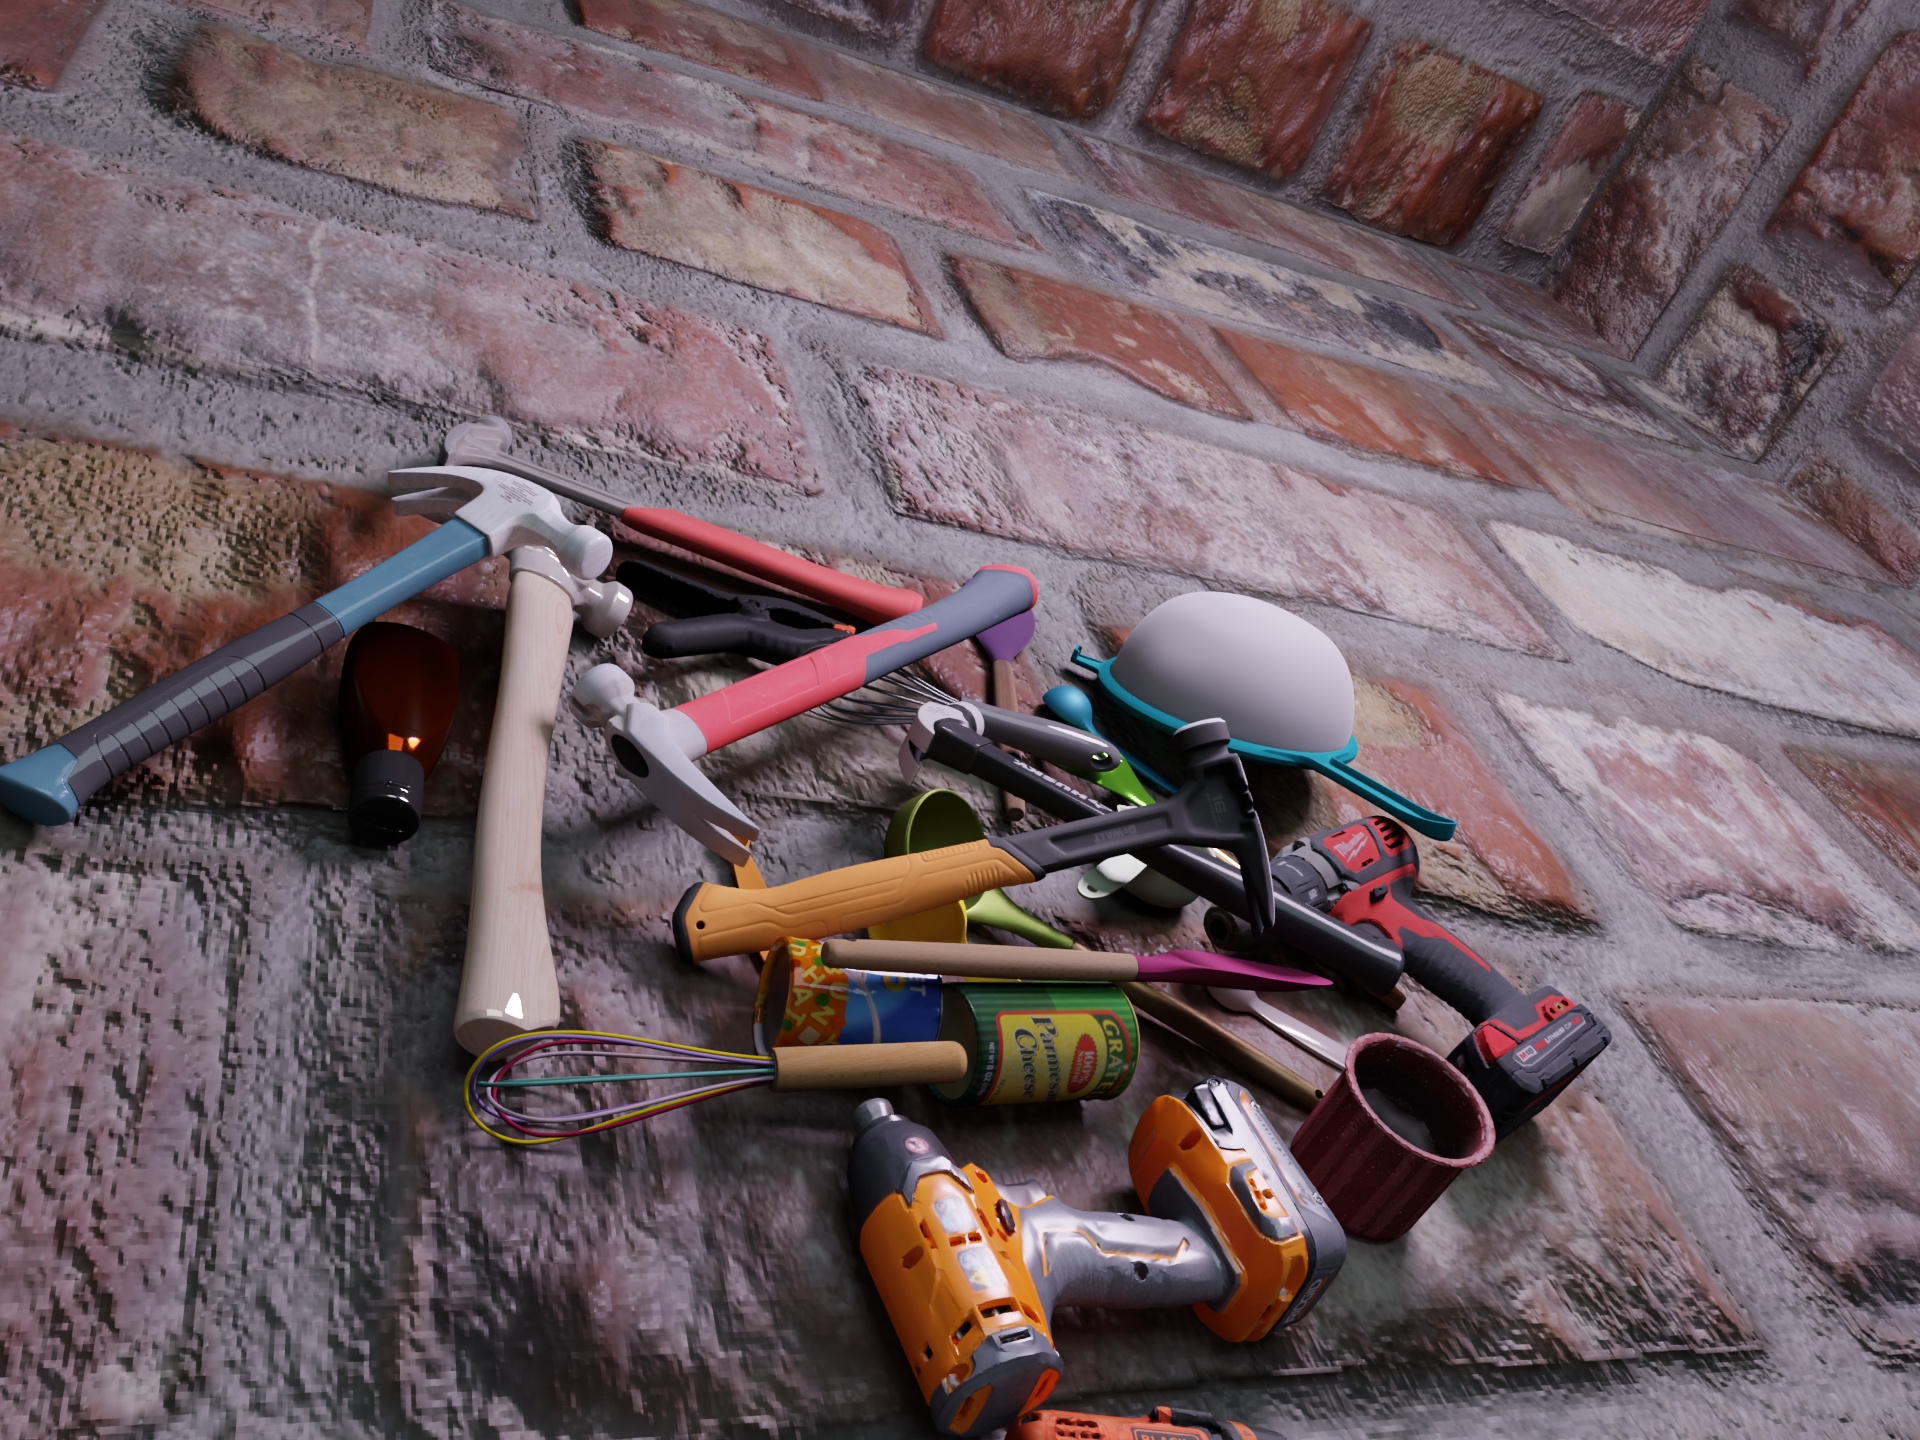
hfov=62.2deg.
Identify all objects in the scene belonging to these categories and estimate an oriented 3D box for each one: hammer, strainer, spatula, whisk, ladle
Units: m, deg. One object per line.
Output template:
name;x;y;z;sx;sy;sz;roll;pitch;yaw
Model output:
hammer;-0.058;-0.028;1.023;0.143;0.038;0.386;42;38;18
hammer;-0.253;0.012;0.885;0.146;0.038;0.411;34;26;-32
hammer;-0.352;-0.046;0.855;0.128;0.033;0.331;33;50;21
hammer;0.113;0.077;0.973;0.335;0.035;0.146;27;12;12
strainer;0.251;-0.021;1.190;0.211;0.095;0.341;3;21;-33
hammer;0.009;0.091;0.888;0.337;0.034;0.127;-11;75;-12
spatula;0.035;-0.026;1.202;0.059;0.018;0.316;11;33;-9
hammer;-0.198;-0.134;1.159;0.359;0.036;0.149;20;18;-12
whisk;-0.113;0.173;0.768;0.245;0.051;0.047;2;66;-22
ladle;0.093;0.147;0.962;0.320;0.062;0.078;31;49;3
whisk;-0.002;-0.002;1.099;0.239;0.055;0.055;16;33;-7

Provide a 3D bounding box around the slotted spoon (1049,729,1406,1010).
slotted spoon;0.182;0.098;1.120;0.314;0.031;0.070;39;24;17

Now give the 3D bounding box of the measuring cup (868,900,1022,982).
measuring cup;0.015;0.144;0.926;0.156;0.062;0.029;37;10;-4

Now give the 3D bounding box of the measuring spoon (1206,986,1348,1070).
measuring spoon;0.214;0.191;1.015;0.124;0.018;0.034;31;32;6

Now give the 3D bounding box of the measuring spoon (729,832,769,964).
measuring spoon;-0.119;0.106;0.915;0.021;0.011;0.117;4;42;-32

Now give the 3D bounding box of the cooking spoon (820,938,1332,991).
cooking spoon;0.071;0.134;0.865;0.318;0.017;0.069;8;2;-28

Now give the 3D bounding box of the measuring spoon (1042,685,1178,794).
measuring spoon;0.118;0.012;1.197;0.129;0.021;0.042;37;16;13

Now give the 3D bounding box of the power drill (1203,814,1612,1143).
power drill;0.279;0.165;1.026;0.188;0.080;0.227;-16;53;-39

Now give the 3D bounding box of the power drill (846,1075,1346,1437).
power drill;0.057;0.241;0.778;0.226;0.084;0.164;-1;39;-31

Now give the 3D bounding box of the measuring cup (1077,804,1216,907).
measuring cup;0.109;0.102;1.033;0.083;0.038;0.167;35;26;20
